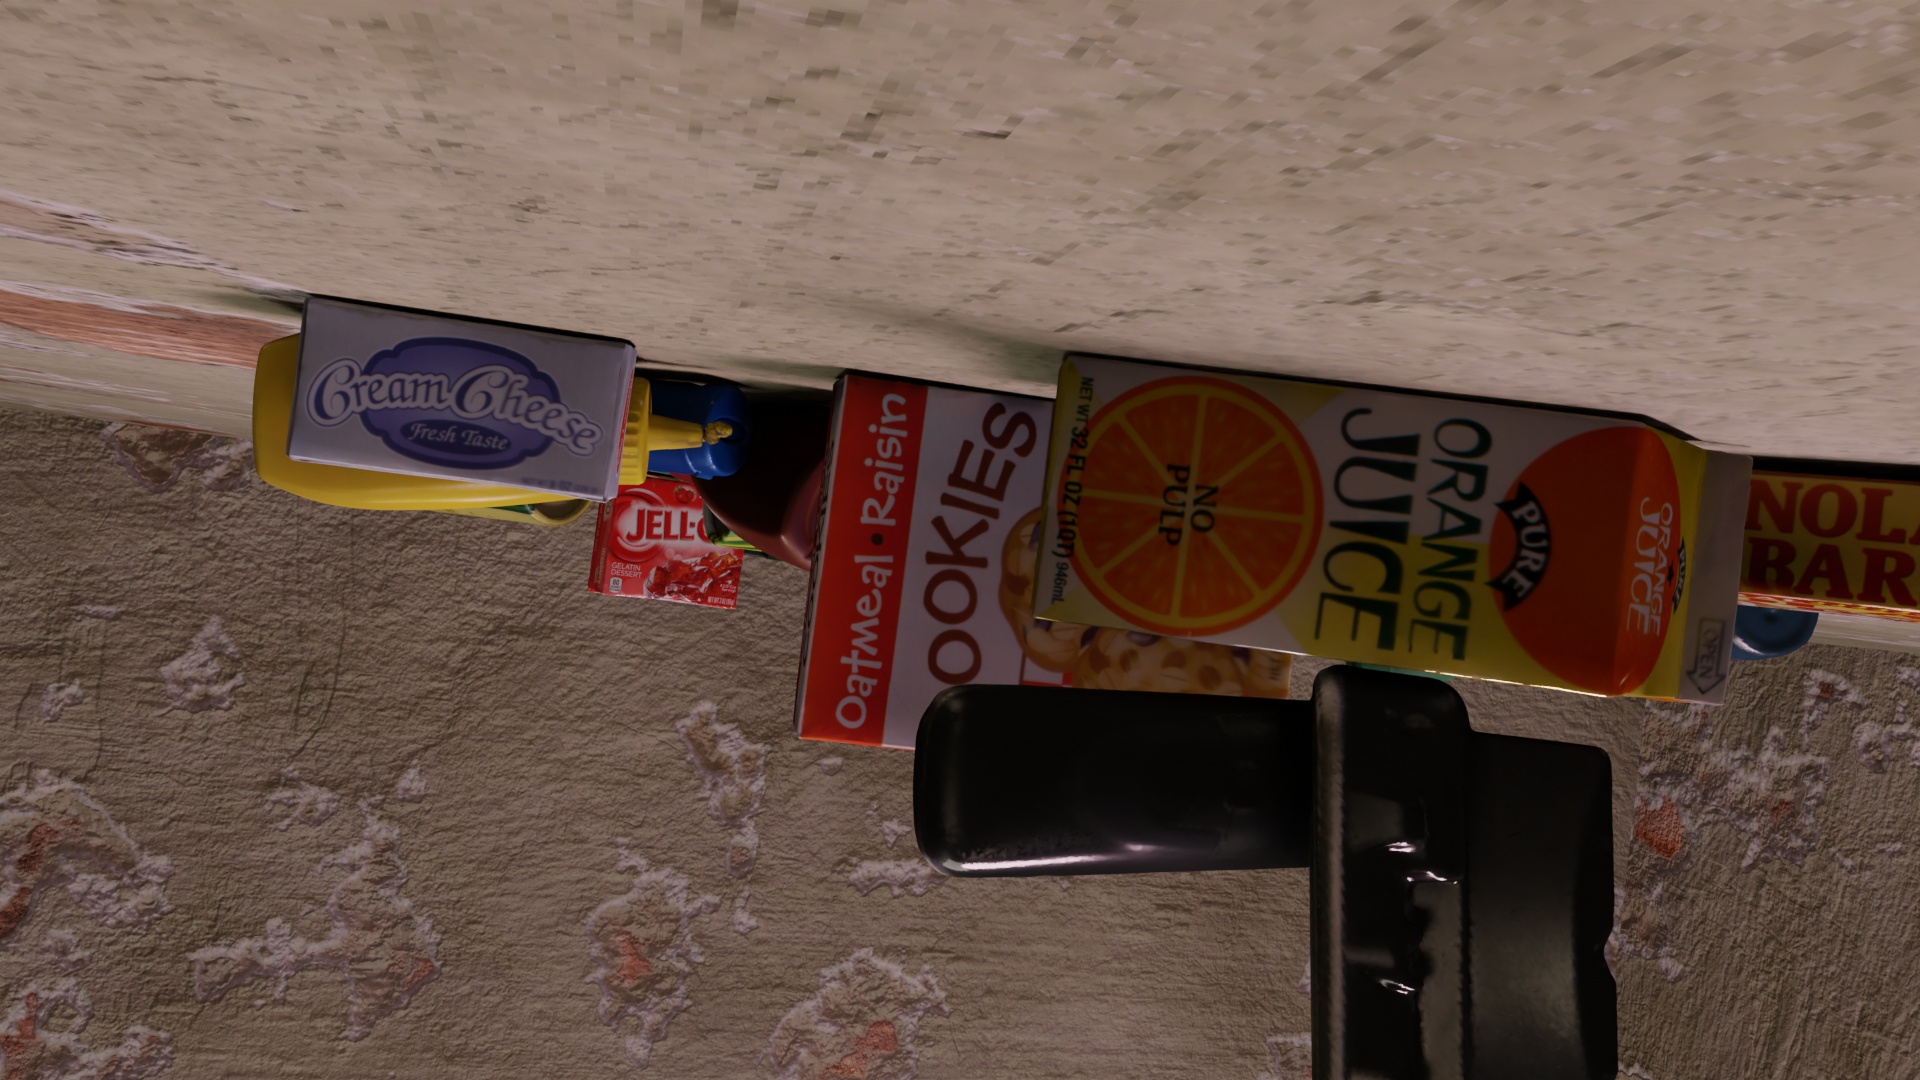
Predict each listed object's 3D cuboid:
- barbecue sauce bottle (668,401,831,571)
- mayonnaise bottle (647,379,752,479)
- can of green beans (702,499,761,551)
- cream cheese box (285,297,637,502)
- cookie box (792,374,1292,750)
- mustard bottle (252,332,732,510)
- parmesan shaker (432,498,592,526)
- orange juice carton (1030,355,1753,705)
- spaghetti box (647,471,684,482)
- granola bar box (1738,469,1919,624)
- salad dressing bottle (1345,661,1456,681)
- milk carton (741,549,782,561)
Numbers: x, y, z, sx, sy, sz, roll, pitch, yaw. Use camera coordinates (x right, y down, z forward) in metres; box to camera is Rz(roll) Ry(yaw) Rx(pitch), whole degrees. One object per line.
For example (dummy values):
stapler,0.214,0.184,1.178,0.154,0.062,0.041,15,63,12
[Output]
barbecue sauce bottle,-0.084,-0.031,0.590,0.043,0.065,0.148,43,166,-35
mayonnaise bottle,-0.158,-0.050,0.563,0.148,0.041,0.065,6,178,20
can of green beans,-0.105,-0.026,0.771,0.058,0.071,0.071,9,178,-28
cream cheese box,-0.164,-0.046,0.460,0.104,0.053,0.024,8,180,-8
cookie box,0.032,0.015,0.485,0.167,0.123,0.040,7,178,-8
mustard bottle,-0.163,-0.041,0.498,0.160,0.065,0.049,4,-177,-8
parmesan shaker,-0.229,-0.045,0.663,0.103,0.071,0.071,6,178,22
orange juice carton,0.119,-0.001,0.390,0.193,0.072,0.073,8,179,6
spaghetti box,-0.175,-0.053,0.835,0.050,0.028,0.250,7,179,6
granola bar box,0.233,-0.002,0.460,0.165,0.039,0.124,7,180,31
salad dressing bottle,0.229,0.028,0.558,0.148,0.064,0.043,-15,152,3
milk carton,-0.045,-0.013,0.901,0.191,0.072,0.073,8,179,-28
